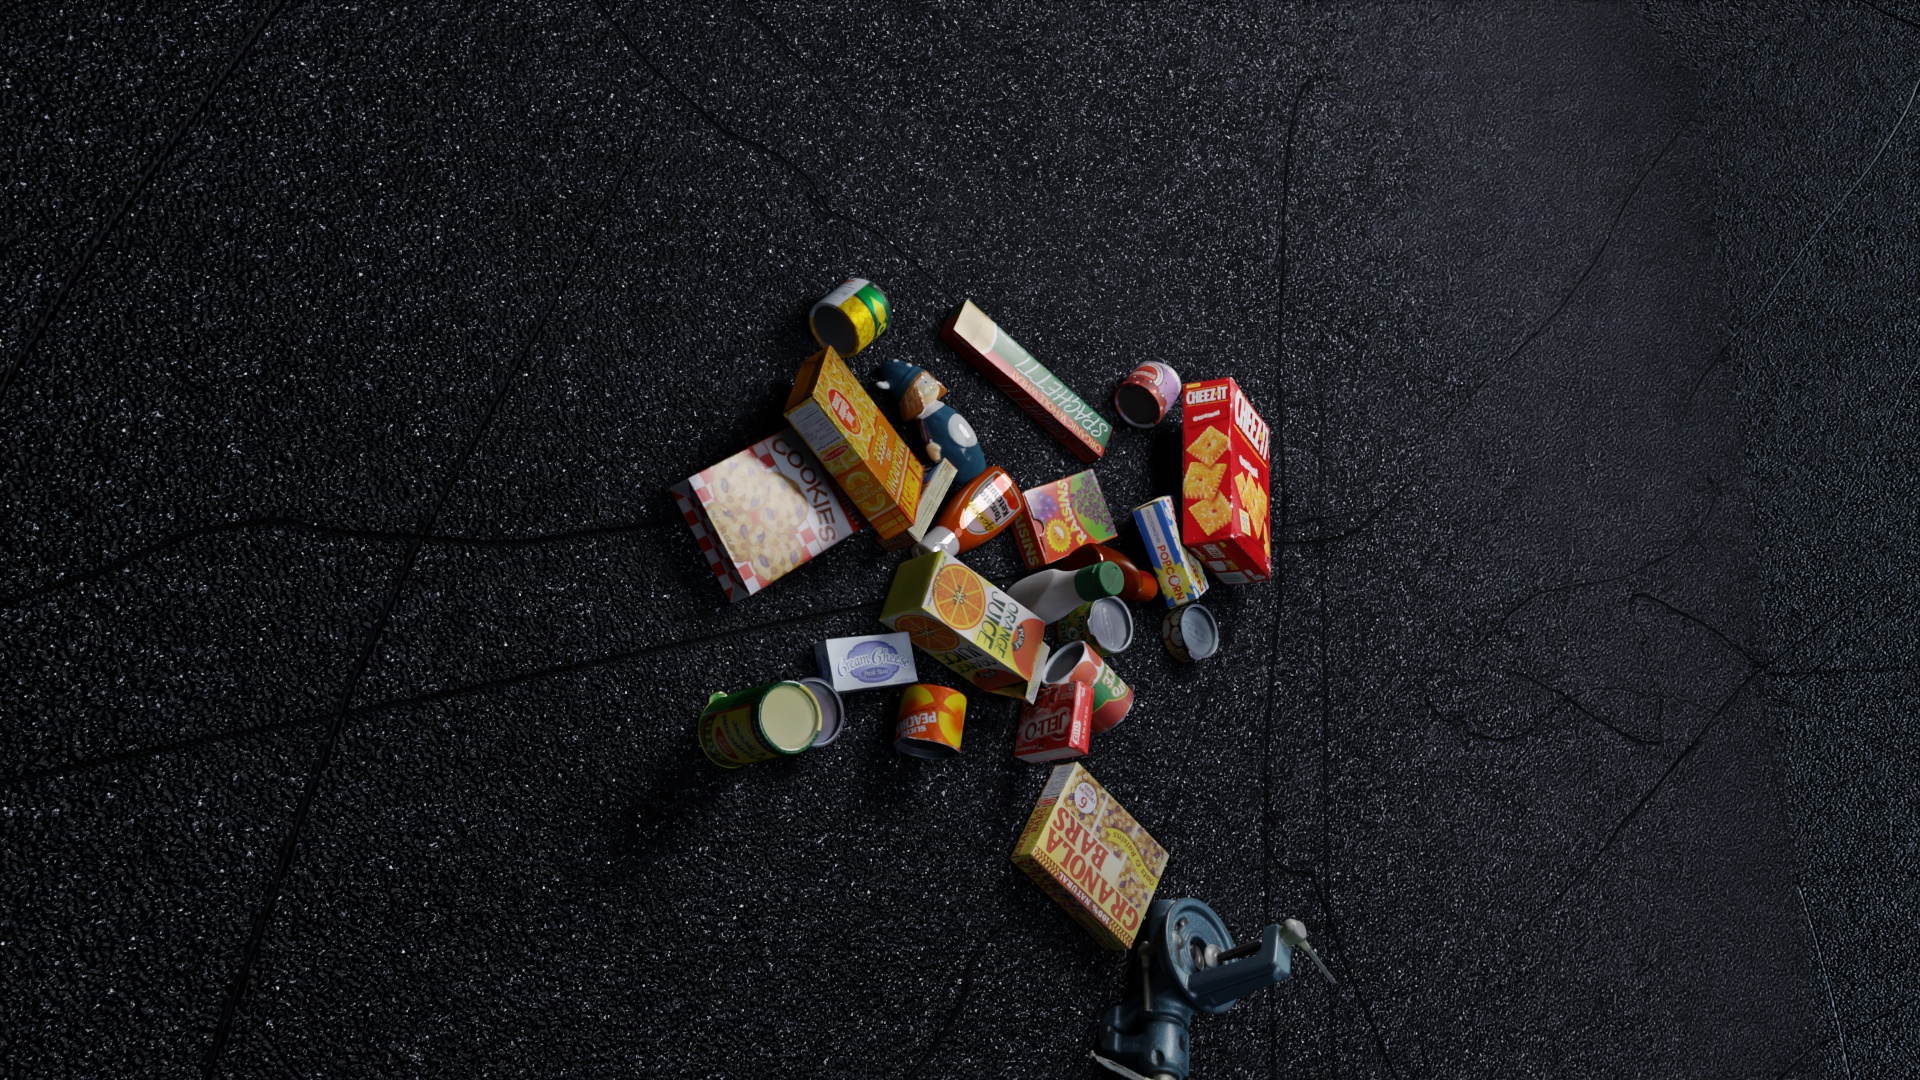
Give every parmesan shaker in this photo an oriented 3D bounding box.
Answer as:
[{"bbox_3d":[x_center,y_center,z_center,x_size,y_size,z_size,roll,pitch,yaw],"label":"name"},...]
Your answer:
[{"bbox_3d":[-0.179,0.160,1.229,0.071,0.103,0.071,14,68,-36],"label":"parmesan shaker"}]

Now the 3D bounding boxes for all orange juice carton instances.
[{"bbox_3d":[0.018,0.094,1.436,0.192,0.073,0.072,36,56,-27],"label":"orange juice carton"}]

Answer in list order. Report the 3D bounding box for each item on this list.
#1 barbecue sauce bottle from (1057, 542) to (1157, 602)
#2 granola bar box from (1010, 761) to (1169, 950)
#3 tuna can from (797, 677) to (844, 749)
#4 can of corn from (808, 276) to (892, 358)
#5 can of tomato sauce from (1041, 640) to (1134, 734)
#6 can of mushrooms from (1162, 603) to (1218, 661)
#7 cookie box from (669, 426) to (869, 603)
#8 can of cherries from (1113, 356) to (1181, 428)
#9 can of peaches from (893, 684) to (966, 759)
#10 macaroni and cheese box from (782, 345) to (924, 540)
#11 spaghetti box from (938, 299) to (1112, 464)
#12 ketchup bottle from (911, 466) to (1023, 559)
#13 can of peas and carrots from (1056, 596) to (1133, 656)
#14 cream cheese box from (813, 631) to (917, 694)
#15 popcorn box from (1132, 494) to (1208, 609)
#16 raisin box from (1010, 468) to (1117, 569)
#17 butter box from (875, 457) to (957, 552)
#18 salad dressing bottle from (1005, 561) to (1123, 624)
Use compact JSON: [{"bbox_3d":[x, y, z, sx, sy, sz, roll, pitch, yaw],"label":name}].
[{"bbox_3d":[0.174,0.043,1.585,0.148,0.064,0.044,17,36,-51],"label":"barbecue sauce bottle"},{"bbox_3d":[0.139,0.337,1.482,0.165,0.039,0.125,47,51,-19],"label":"granola bar box"},{"bbox_3d":[-0.147,0.164,1.302,0.071,0.032,0.071,14,67,-36],"label":"tuna can"},{"bbox_3d":[-0.113,-0.228,1.436,0.071,0.071,0.058,55,50,-13],"label":"can of corn"},{"bbox_3d":[0.140,0.159,1.520,0.083,0.071,0.071,46,52,-19],"label":"can of tomato sauce"},{"bbox_3d":[0.276,0.114,1.673,0.071,0.033,0.071,14,67,-37],"label":"can of mushrooms"},{"bbox_3d":[-0.178,-0.033,1.335,0.168,0.040,0.123,-33,98,-42],"label":"cookie box"},{"bbox_3d":[0.229,-0.182,1.706,0.071,0.071,0.059,54,51,-13],"label":"can of cherries"},{"bbox_3d":[-0.031,0.179,1.372,0.071,0.071,0.058,25,61,-32],"label":"can of peaches"},{"bbox_3d":[-0.103,-0.097,1.376,0.166,0.040,0.124,53,20,-23],"label":"macaroni and cheese box"},{"bbox_3d":[0.079,-0.181,1.607,0.249,0.028,0.050,38,56,-24],"label":"spaghetti box"},{"bbox_3d":[0.005,-0.019,1.483,0.149,0.043,0.064,-42,104,-40],"label":"ketchup bottle"},{"bbox_3d":[0.148,0.099,1.554,0.071,0.058,0.071,13,68,-36],"label":"can of peas and carrots"},{"bbox_3d":[-0.093,0.120,1.368,0.104,0.024,0.053,-3,77,-41],"label":"cream cheese box"},{"bbox_3d":[0.252,0.011,1.662,0.126,0.038,0.085,70,20,1],"label":"popcorn box"},{"bbox_3d":[0.114,-0.024,1.578,0.124,0.040,0.086,-19,90,-41],"label":"raisin box"},{"bbox_3d":[-0.046,-0.037,1.439,0.024,0.053,0.104,44,53,-25],"label":"butter box"},{"bbox_3d":[0.109,0.055,1.475,0.044,0.147,0.064,42,54,-23],"label":"salad dressing bottle"}]
